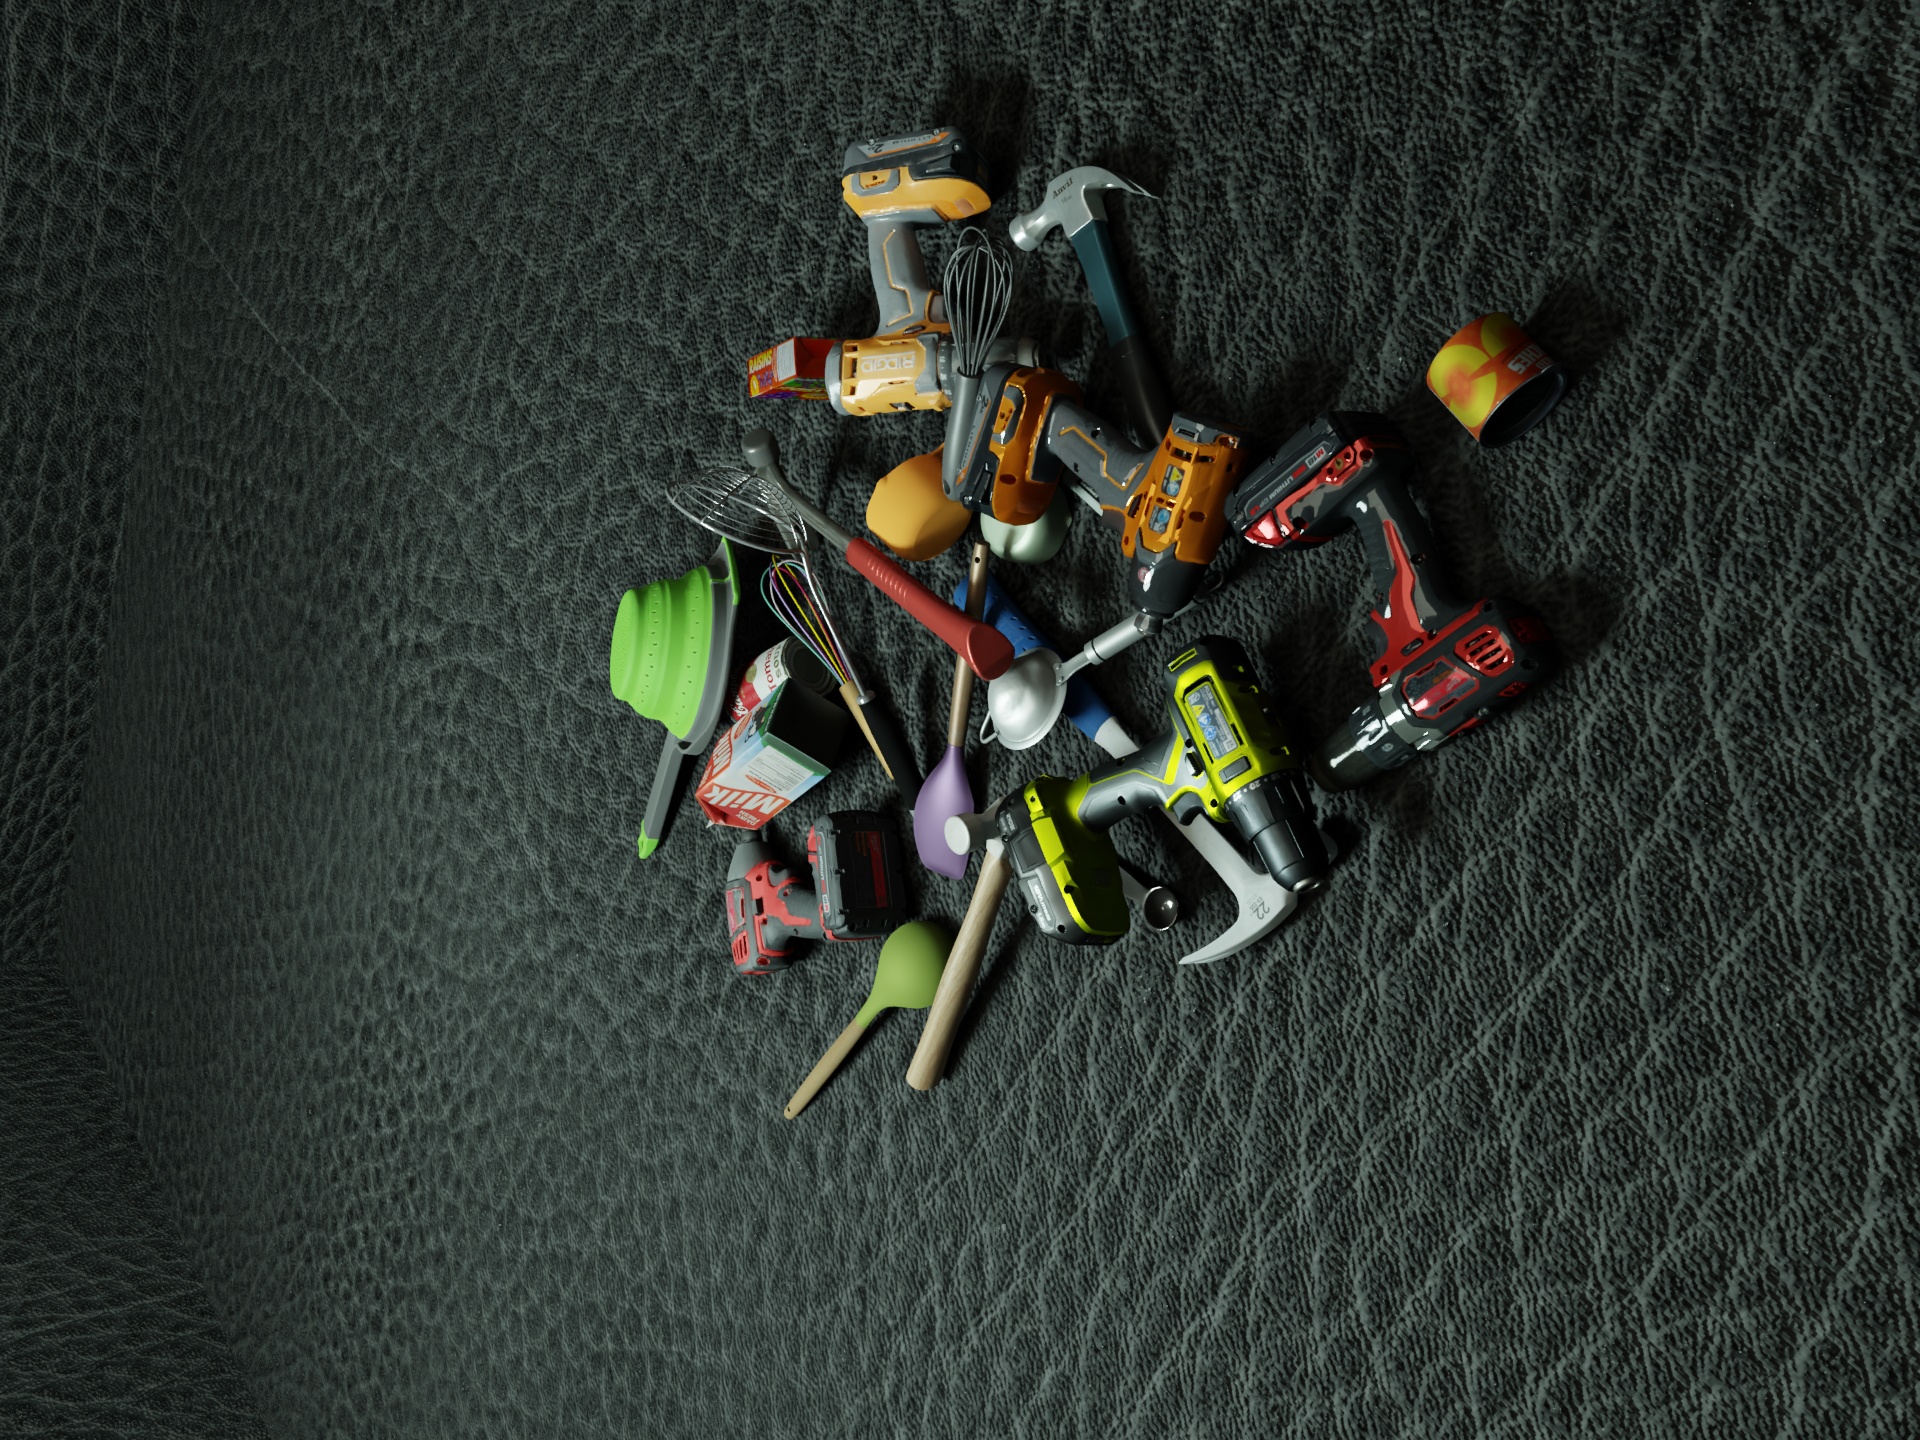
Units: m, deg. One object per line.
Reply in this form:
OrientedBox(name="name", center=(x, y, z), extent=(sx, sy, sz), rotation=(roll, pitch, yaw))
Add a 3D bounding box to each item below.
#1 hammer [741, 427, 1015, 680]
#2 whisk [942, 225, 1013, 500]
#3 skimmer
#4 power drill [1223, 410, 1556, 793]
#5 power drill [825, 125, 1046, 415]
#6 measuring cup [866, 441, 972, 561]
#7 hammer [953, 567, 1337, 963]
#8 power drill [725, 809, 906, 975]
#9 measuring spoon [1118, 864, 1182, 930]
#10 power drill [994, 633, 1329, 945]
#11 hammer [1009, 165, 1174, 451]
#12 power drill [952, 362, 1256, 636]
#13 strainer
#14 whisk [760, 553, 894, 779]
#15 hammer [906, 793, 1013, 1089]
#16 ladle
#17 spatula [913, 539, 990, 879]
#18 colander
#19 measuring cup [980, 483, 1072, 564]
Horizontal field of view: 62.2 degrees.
OrientedBox(name="hammer", center=(-0.071, -0.126, 1.369), extent=(0.359, 0.037, 0.149), rotation=(41, 162, 41))
OrientedBox(name="whisk", center=(0.005, -0.275, 1.251), extent=(0.055, 0.055, 0.238), rotation=(44, 143, 34))
OrientedBox(name="skimmer", center=(-0.135, -0.063, 1.400), extent=(0.090, 0.127, 0.363), rotation=(-23, 104, 12))
OrientedBox(name="power drill", center=(0.273, -0.077, 1.085), extent=(0.188, 0.080, 0.227), rotation=(-43, 67, 38))
OrientedBox(name="power drill", center=(-0.017, -0.369, 1.321), extent=(0.185, 0.084, 0.226), rotation=(0, 83, 22))
OrientedBox(name="measuring cup", center=(-0.004, -0.209, 1.360), extent=(0.173, 0.095, 0.052), rotation=(-47, 65, 15))
OrientedBox(name="hammer", center=(0.117, 0.018, 1.262), extent=(0.406, 0.035, 0.144), rotation=(49, 115, 33))
OrientedBox(name="power drill", center=(-0.151, 0.158, 1.519), extent=(0.219, 0.078, 0.143), rotation=(-23, 69, 47))
OrientedBox(name="measuring spoon", center=(0.136, 0.130, 1.279), extent=(0.124, 0.018, 0.034), rotation=(34, 107, 46))
OrientedBox(name="power drill", center=(0.148, 0.073, 1.155), extent=(0.228, 0.080, 0.191), rotation=(-36, 62, 30))
OrientedBox(name="hammer", center=(0.133, -0.281, 1.239), extent=(0.128, 0.033, 0.331), rotation=(-29, 73, 43))
OrientedBox(name="power drill", center=(0.102, -0.170, 1.197), extent=(0.227, 0.084, 0.164), rotation=(29, 111, 38))
OrientedBox(name="strainer", center=(0.098, -0.052, 1.241), extent=(0.258, 0.050, 0.087), rotation=(-31, 51, 29))
OrientedBox(name="whisk", center=(-0.116, -0.052, 1.476), extent=(0.245, 0.051, 0.047), rotation=(60, 162, 11))
OrientedBox(name="hammer", center=(0.009, 0.194, 1.352), extent=(0.031, 0.130, 0.331), rotation=(44, 132, 34))
OrientedBox(name="ladle", center=(-0.093, 0.295, 1.504), extent=(0.320, 0.062, 0.078), rotation=(-55, 51, 40))
OrientedBox(name="spatula", center=(-0.002, -0.004, 1.363), extent=(0.060, 0.018, 0.315), rotation=(20, 118, 23))
OrientedBox(name="colander", center=(-0.319, -0.010, 1.629), extent=(0.205, 0.094, 0.396), rotation=(-108, 32, -47))
OrientedBox(name="measuring cup", center=(0.051, -0.213, 1.320), extent=(0.083, 0.038, 0.167), rotation=(7, 100, 44))
